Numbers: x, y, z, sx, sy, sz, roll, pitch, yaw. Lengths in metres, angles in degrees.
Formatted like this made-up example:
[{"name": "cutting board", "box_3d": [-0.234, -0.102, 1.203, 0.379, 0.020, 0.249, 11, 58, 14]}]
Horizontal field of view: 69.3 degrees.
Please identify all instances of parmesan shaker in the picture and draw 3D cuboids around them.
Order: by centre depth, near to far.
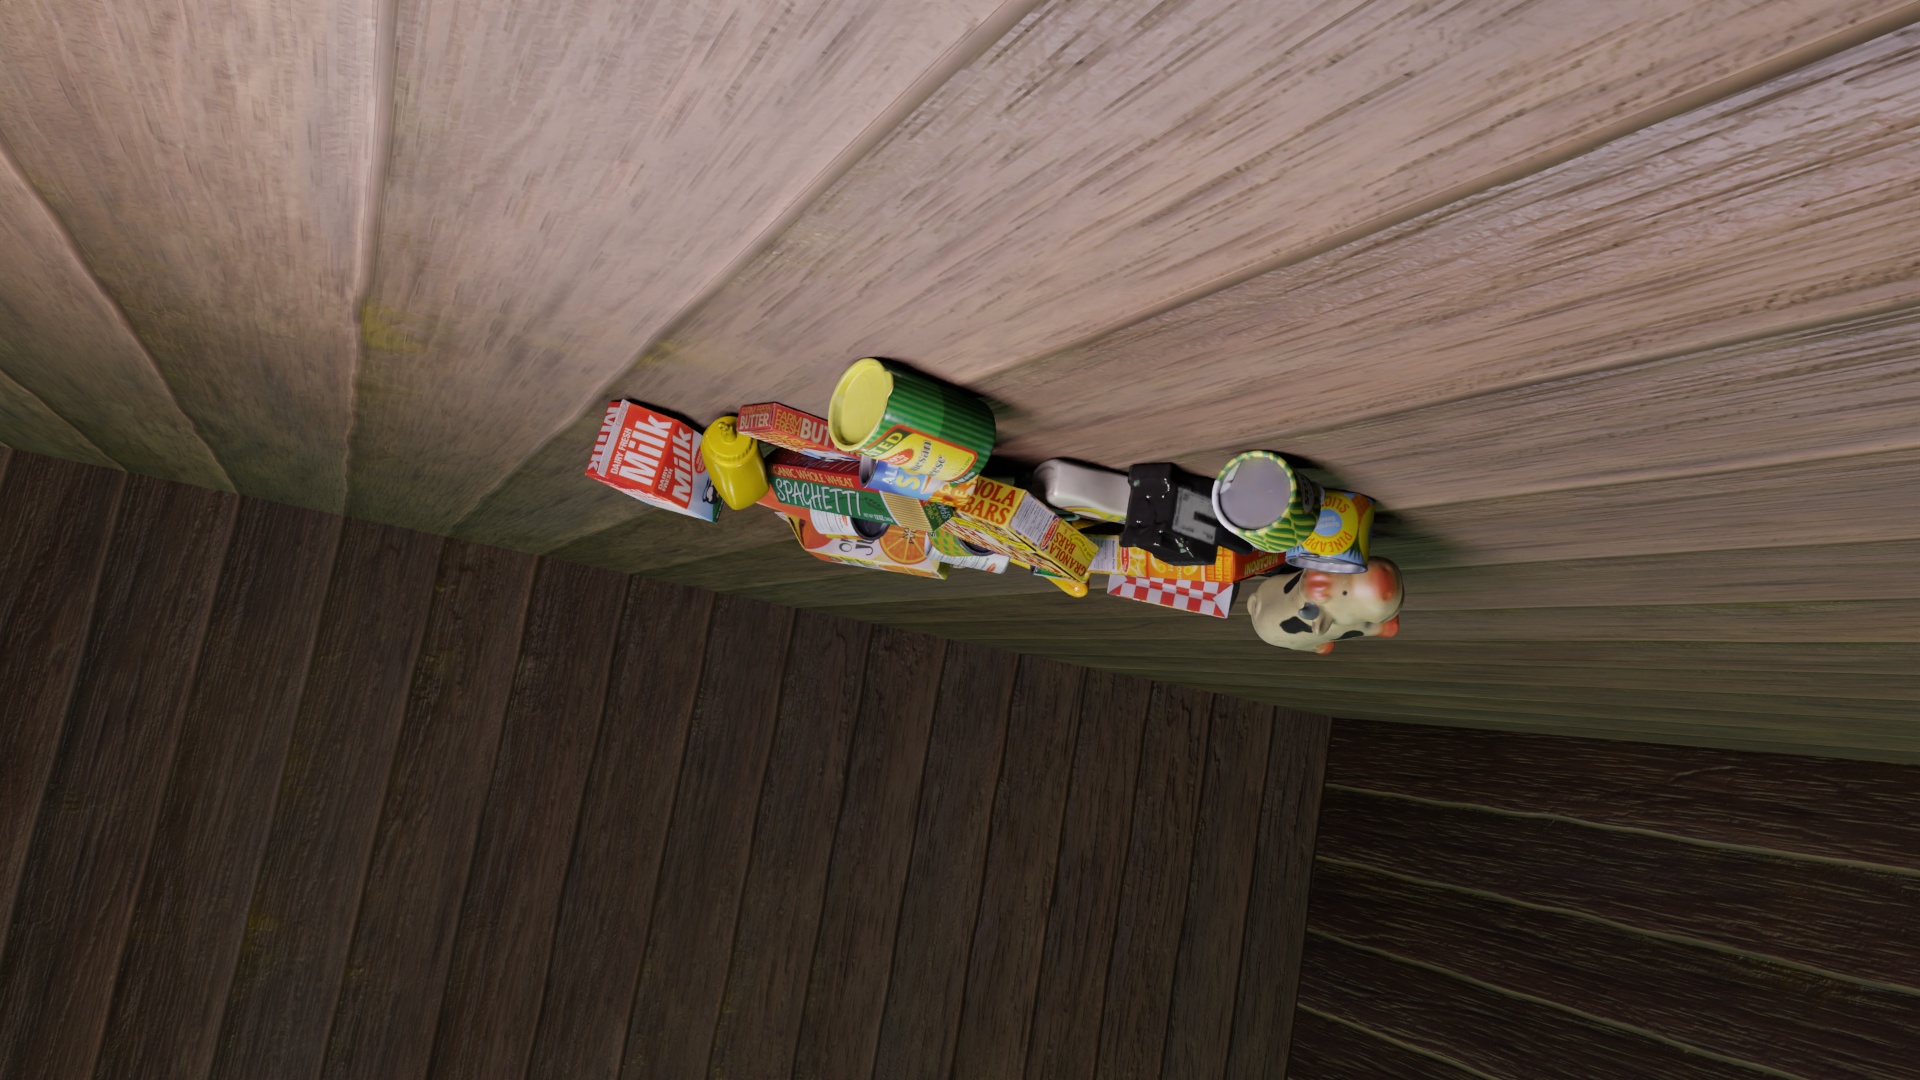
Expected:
[{"name": "parmesan shaker", "box_3d": [-0.031, -0.083, 0.983, 0.103, 0.071, 0.071, 16, 169, -39]}]

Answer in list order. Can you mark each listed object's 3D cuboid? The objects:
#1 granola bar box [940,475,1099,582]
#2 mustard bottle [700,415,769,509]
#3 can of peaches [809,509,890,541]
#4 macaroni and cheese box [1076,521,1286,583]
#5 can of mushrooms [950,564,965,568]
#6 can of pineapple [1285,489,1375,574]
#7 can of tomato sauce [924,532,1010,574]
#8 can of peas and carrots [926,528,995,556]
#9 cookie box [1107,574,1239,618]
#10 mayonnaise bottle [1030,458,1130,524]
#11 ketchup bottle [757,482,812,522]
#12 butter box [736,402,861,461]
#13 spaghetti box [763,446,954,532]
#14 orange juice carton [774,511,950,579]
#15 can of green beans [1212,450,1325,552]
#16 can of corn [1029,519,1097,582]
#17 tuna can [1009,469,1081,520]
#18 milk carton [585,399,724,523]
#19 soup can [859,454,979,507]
[{"name": "granola bar box", "box_3d": [0.023, -0.022, 1.226, 0.166, 0.039, 0.124, 21, 170, 43]}, {"name": "mustard bottle", "box_3d": [-0.203, -0.076, 1.246, 0.049, 0.065, 0.159, -31, 170, -13]}, {"name": "can of peaches", "box_3d": [-0.109, -0.034, 1.415, 0.058, 0.071, 0.071, 3, 169, 39]}, {"name": "macaroni and cheese box", "box_3d": [0.202, 0.008, 1.290, 0.166, 0.040, 0.124, 4, -170, 34]}, {"name": "can of mushrooms", "box_3d": [-0.020, 0.005, 1.613, 0.071, 0.033, 0.071, 17, -168, -4]}, {"name": "can of pineapple", "box_3d": [0.302, -0.007, 1.135, 0.071, 0.058, 0.071, 9, 171, 2]}, {"name": "can of tomato sauce", "box_3d": [0.010, -0.006, 1.469, 0.083, 0.071, 0.071, 12, 171, -12]}, {"name": "can of peas and carrots", "box_3d": [0.005, -0.017, 1.391, 0.071, 0.071, 0.058, 15, 170, -30]}, {"name": "cookie box", "box_3d": [0.230, 0.040, 1.464, 0.123, 0.040, 0.168, 11, -173, 14]}, {"name": "mayonnaise bottle", "box_3d": [0.138, -0.035, 1.196, 0.148, 0.041, 0.064, 13, 172, -18]}, {"name": "ketchup bottle", "box_3d": [-0.189, -0.054, 1.444, 0.064, 0.043, 0.149, 2, 169, 36]}, {"name": "butter box", "box_3d": [-0.136, -0.092, 1.191, 0.103, 0.024, 0.053, 17, 169, -42]}, {"name": "spaghetti box", "box_3d": [-0.099, -0.048, 1.241, 0.250, 0.029, 0.050, 11, 131, 51]}, {"name": "orange juice carton", "box_3d": [-0.106, -0.010, 1.545, 0.193, 0.073, 0.071, 9, 172, 9]}, {"name": "can of green beans", "box_3d": [0.230, -0.029, 1.043, 0.071, 0.071, 0.058, 4, 169, 33]}, {"name": "can of corn", "box_3d": [0.108, 0.006, 1.439, 0.058, 0.071, 0.071, 10, 171, -5]}, {"name": "tuna can", "box_3d": [0.077, -0.041, 1.259, 0.071, 0.033, 0.071, 9, 172, 1]}, {"name": "milk carton", "box_3d": [-0.283, -0.074, 1.293, 0.073, 0.072, 0.190, 15, 174, 15]}, {"name": "soup can", "box_3d": [-0.031, -0.066, 1.098, 0.084, 0.071, 0.071, 12, 171, -16]}]
